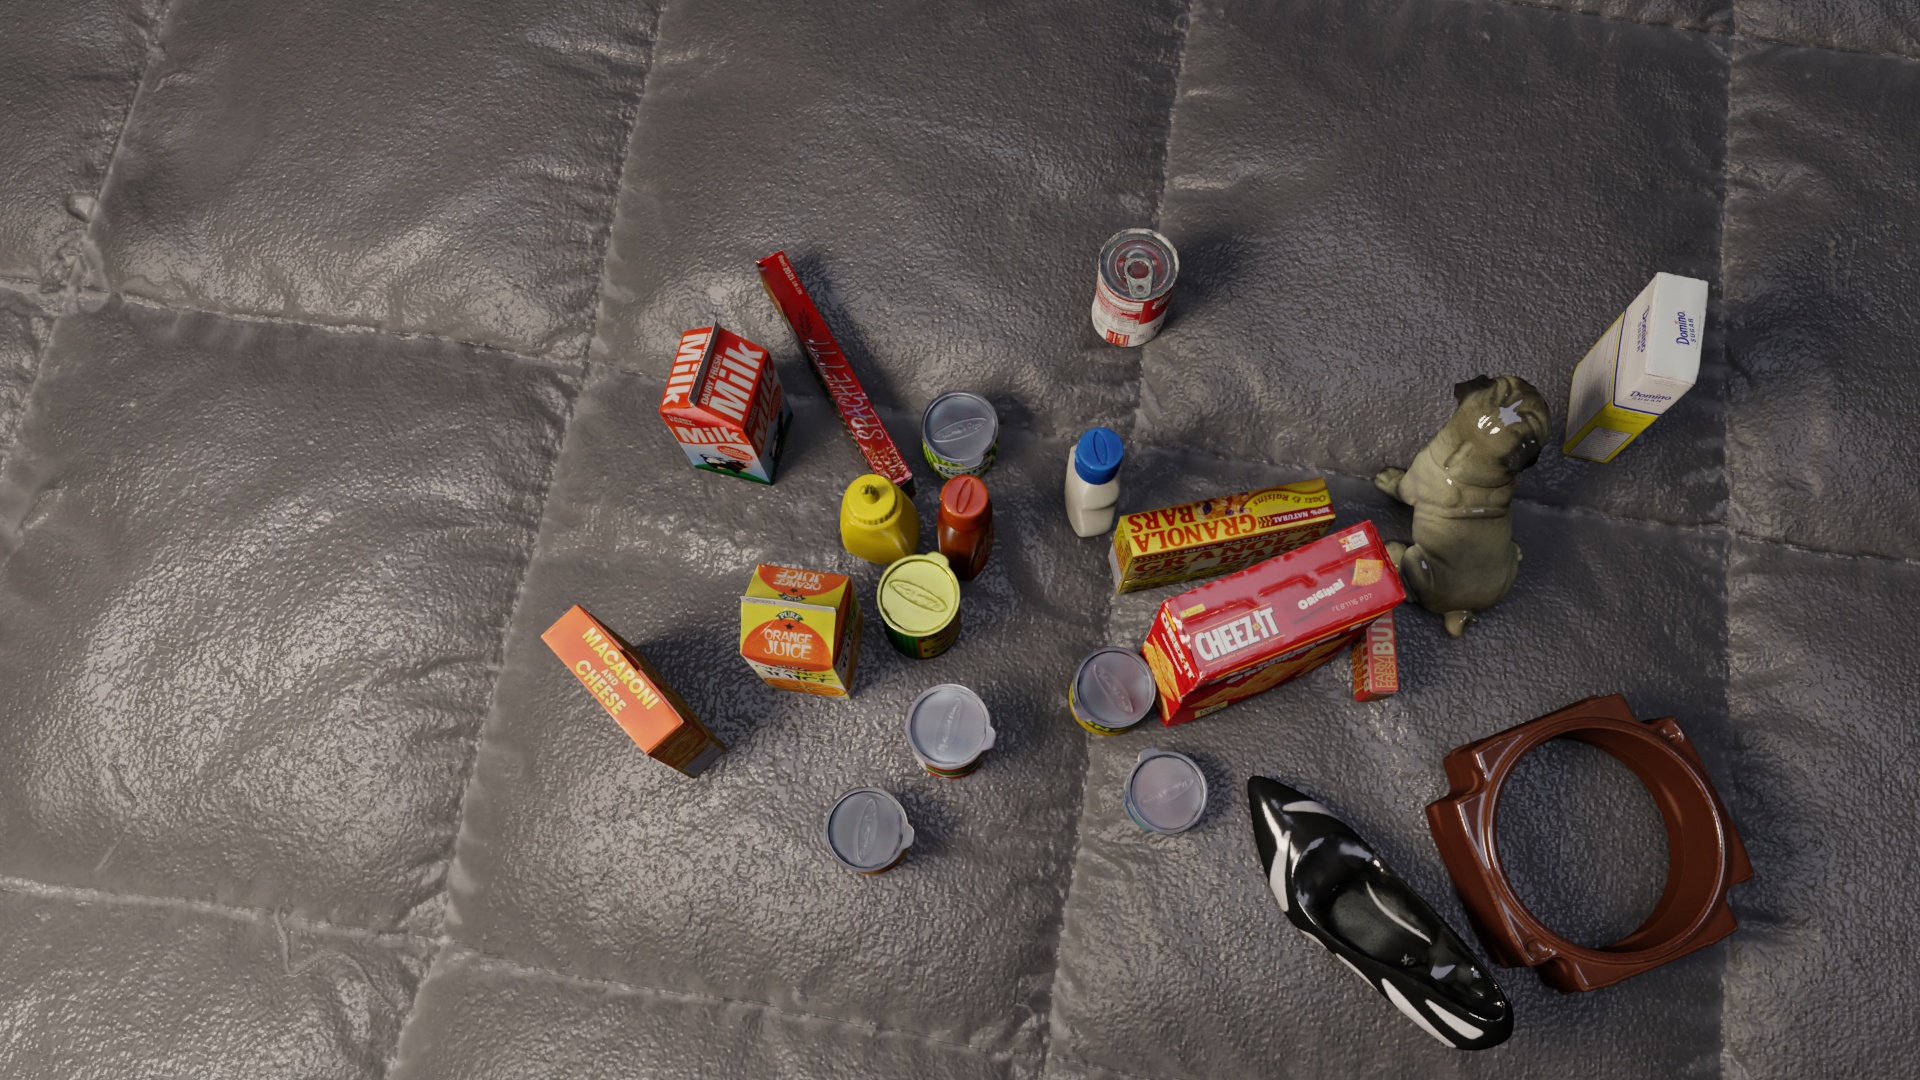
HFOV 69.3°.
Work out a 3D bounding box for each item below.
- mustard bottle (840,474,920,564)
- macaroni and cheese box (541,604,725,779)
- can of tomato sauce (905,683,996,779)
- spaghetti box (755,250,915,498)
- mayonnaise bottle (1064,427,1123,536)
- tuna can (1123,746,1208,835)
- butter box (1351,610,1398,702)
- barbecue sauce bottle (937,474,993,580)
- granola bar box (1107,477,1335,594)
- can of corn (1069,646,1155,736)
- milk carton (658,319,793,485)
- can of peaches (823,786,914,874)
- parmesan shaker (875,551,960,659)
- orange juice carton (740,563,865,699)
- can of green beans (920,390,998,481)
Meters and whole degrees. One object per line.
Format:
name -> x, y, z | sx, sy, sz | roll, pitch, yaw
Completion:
mustard bottle -> -0.067, -0.021, 1.130 | 0.065, 0.160, 0.049 | 9, 74, 4
macaroni and cheese box -> -0.251, 0.121, 1.087 | 0.040, 0.166, 0.124 | -43, 78, -10
can of tomato sauce -> -0.007, 0.155, 1.117 | 0.071, 0.083, 0.071 | 0, 74, 1
spaghetti box -> -0.110, -0.142, 1.224 | 0.029, 0.050, 0.250 | -28, 75, -7
mayonnaise bottle -> 0.110, -0.051, 1.142 | 0.041, 0.147, 0.065 | -10, 74, -2
tuna can -> 0.165, 0.203, 1.126 | 0.071, 0.032, 0.071 | 0, 74, 1
butter box -> 0.341, 0.080, 1.150 | 0.024, 0.053, 0.104 | 0, 74, 1
barbecue sauce bottle -> 0.004, -0.014, 1.133 | 0.044, 0.148, 0.065 | 17, 75, 6
granola bar box -> 0.210, -0.001, 1.139 | 0.166, 0.124, 0.039 | -11, 74, -2
can of corn -> 0.121, 0.126, 1.137 | 0.071, 0.058, 0.071 | 0, 74, 1
milk carton -> -0.193, -0.112, 1.143 | 0.073, 0.190, 0.072 | 13, 75, 5
can of peaches -> -0.071, 0.233, 1.108 | 0.071, 0.058, 0.071 | 0, 74, 1
parmesan shaker -> -0.031, 0.054, 1.137 | 0.071, 0.103, 0.071 | 0, 74, 1
orange juice carton -> -0.122, 0.070, 1.087 | 0.072, 0.192, 0.073 | 8, 74, 3
can of green beans -> 0.000, -0.089, 1.202 | 0.071, 0.057, 0.071 | 0, 74, 1
